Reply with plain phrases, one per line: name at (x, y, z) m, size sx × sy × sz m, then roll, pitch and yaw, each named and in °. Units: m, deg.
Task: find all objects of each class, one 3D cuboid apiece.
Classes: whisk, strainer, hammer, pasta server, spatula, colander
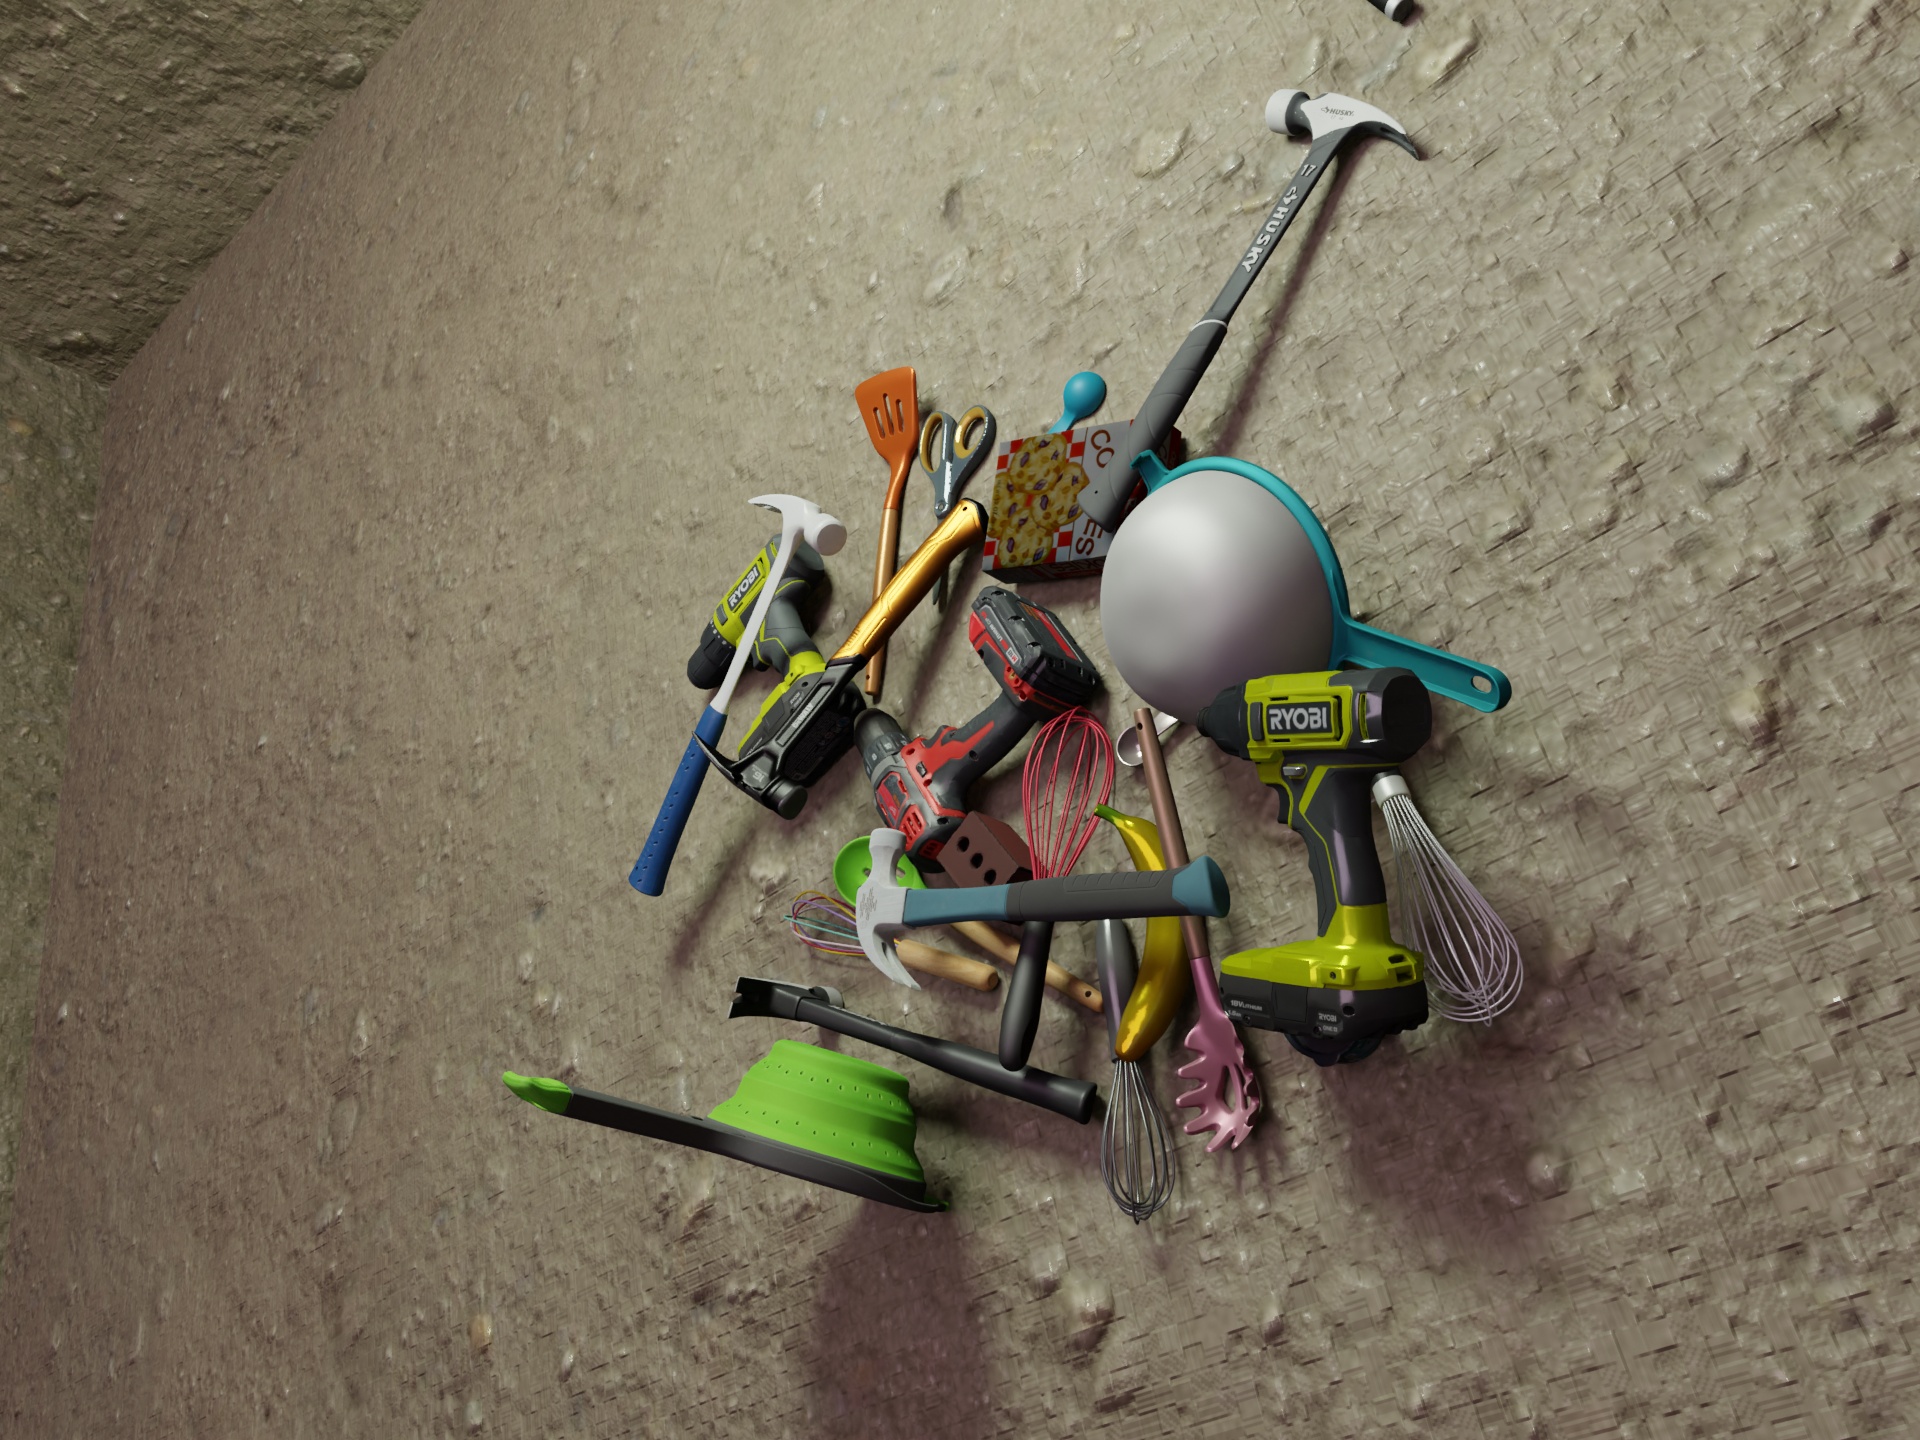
whisk at (-0.065, 0.190, 1.364) m, size 0.245 × 0.051 × 0.047 m, roll 10°, pitch 75°, yaw 42°
strainer at (0.206, -0.057, 1.088) m, size 0.341 × 0.095 × 0.210 m, roll 27°, pitch 127°, yaw 47°
hammer at (0.215, -0.329, 1.280) m, size 0.149 × 0.036 × 0.409 m, roll 29°, pitch 86°, yaw 43°
pasta server at (0.160, 0.143, 1.131) m, size 0.060 × 0.040 × 0.316 m, roll -23°, pitch 74°, yaw 41°
whisk at (0.120, 0.247, 1.167) m, size 0.055 × 0.055 × 0.239 m, roll -26°, pitch 54°, yaw 33°
hammer at (-0.092, -0.071, 1.419) m, size 0.127 × 0.034 × 0.337 m, roll 32°, pitch 76°, yaw 31°
spatula at (-0.076, -0.181, 1.524) m, size 0.081 × 0.041 × 0.323 m, roll -9°, pitch 68°, yaw 40°
hammer at (-0.037, 0.259, 1.263) m, size 0.335 × 0.146 × 0.035 m, roll 10°, pitch 83°, yaw 36°
hammer at (-0.224, -0.023, 1.496) m, size 0.144 × 0.035 × 0.405 m, roll 40°, pitch 109°, yaw 51°
colander at (-0.154, 0.274, 1.166) m, size 0.204 × 0.396 × 0.094 m, roll 3°, pitch 70°, yaw 43°
whisk at (0.300, 0.074, 1.062) m, size 0.070 × 0.070 × 0.285 m, roll -36°, pitch 47°, yaw 27°
whisk at (0.067, 0.124, 1.226) m, size 0.073 × 0.073 × 0.296 m, roll -7°, pitch 61°, yaw 41°
hammer at (0.050, 0.132, 1.176) m, size 0.331 × 0.033 × 0.128 m, roll -9°, pitch 64°, yaw 39°

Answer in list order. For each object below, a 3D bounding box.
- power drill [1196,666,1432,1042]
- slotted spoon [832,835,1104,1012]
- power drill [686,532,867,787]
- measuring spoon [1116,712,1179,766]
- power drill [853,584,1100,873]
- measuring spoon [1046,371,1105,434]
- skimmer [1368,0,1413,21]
power drill at (0.221, 0.081, 1.014) m, size 0.171 × 0.080 × 0.223 m, roll -3°, pitch 90°, yaw 54°
slotted spoon at (0.005, 0.171, 1.316) m, size 0.314 × 0.031 × 0.070 m, roll 24°, pitch 70°, yaw 43°
power drill at (-0.187, -0.047, 1.549) m, size 0.190 × 0.080 × 0.229 m, roll -47°, pitch 46°, yaw 25°
measuring spoon at (0.174, -0.006, 1.244) m, size 0.124 × 0.018 × 0.034 m, roll -41°, pitch 52°, yaw 15°
power drill at (-0.002, -0.004, 1.362) m, size 0.226 × 0.080 × 0.188 m, roll -52°, pitch 42°, yaw 19°
measuring spoon at (0.080, -0.259, 1.422) m, size 0.128 × 0.021 × 0.042 m, roll -52°, pitch 47°, yaw 15°
skimmer at (0.288, -0.703, 1.404) m, size 0.127 × 0.090 × 0.364 m, roll -44°, pitch 59°, yaw 18°
